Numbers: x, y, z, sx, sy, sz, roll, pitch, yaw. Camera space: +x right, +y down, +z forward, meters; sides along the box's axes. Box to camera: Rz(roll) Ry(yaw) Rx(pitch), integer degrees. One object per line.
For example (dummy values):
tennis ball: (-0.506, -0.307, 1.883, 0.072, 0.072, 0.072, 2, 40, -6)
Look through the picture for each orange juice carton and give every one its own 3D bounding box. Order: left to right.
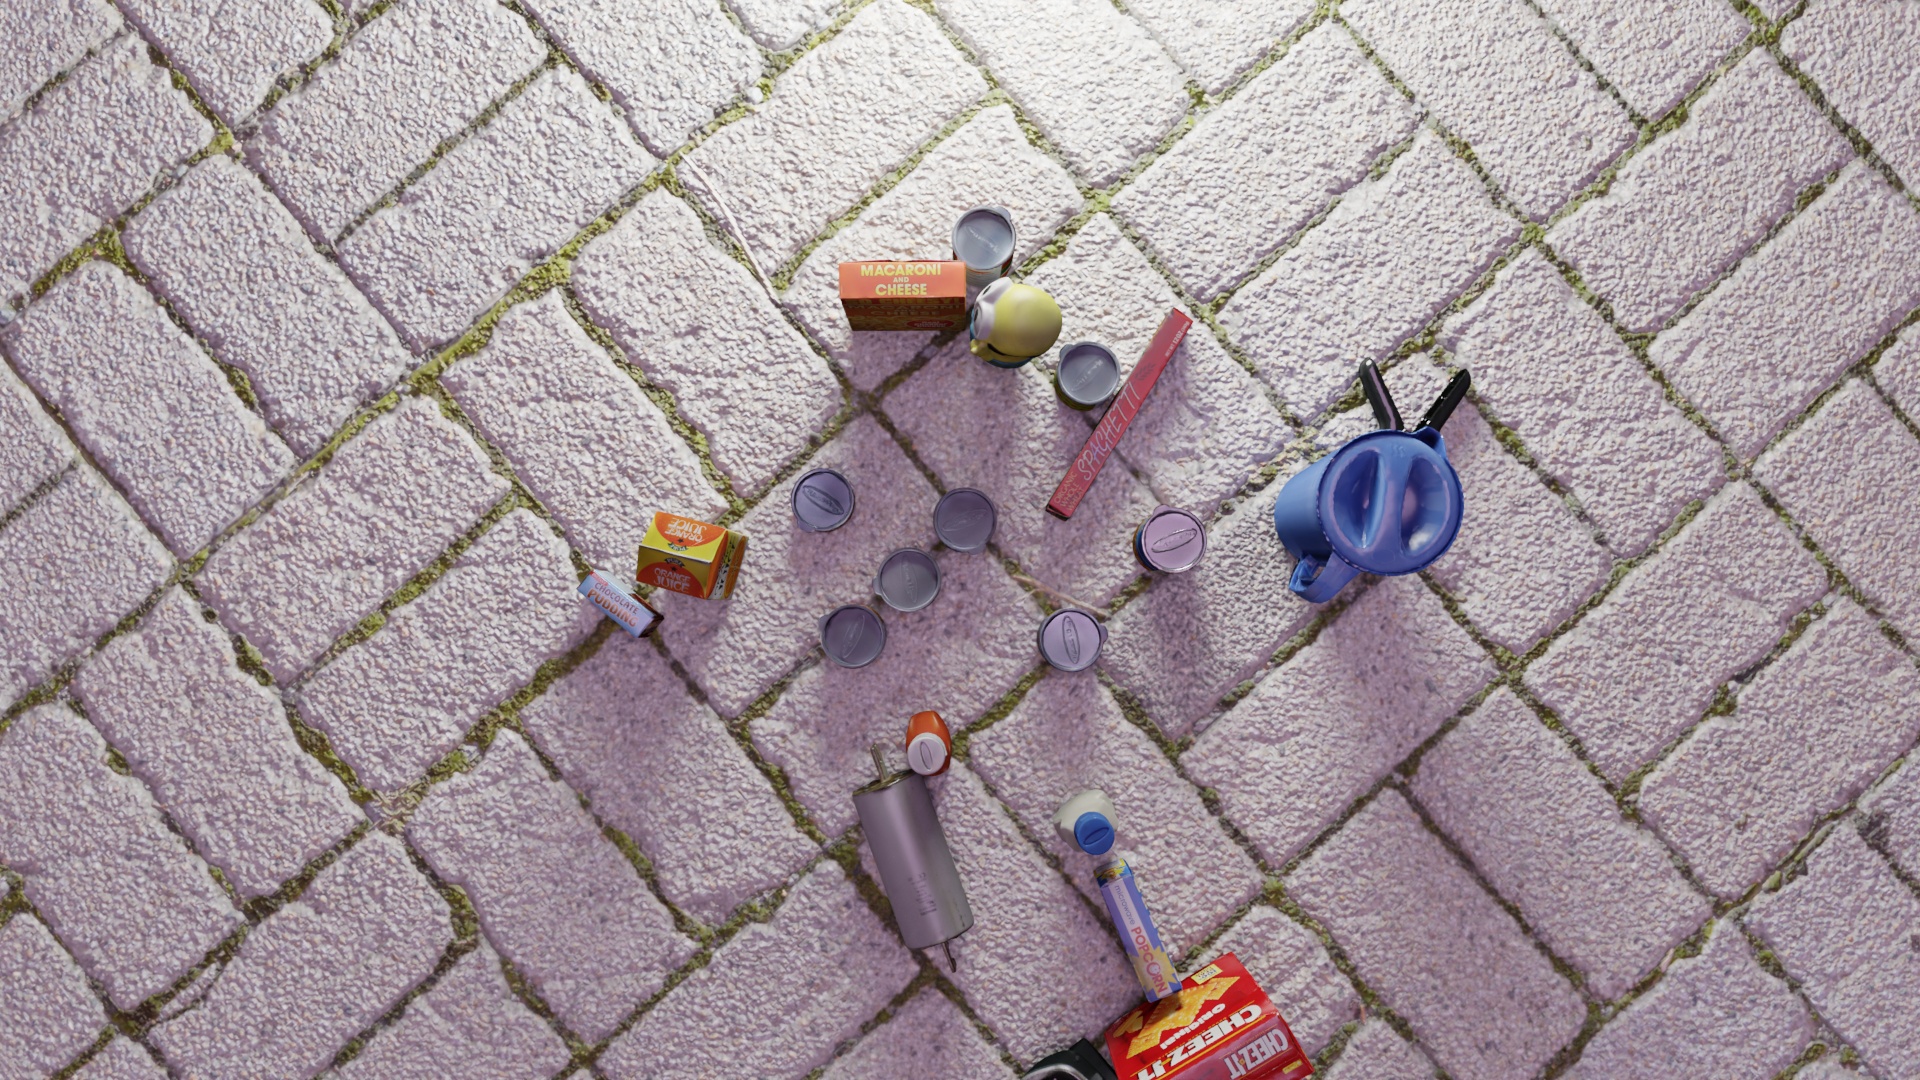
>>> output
orange juice carton: (-0.267, 0.016, 1.378, 0.072, 0.192, 0.073, 16, 87, 1)

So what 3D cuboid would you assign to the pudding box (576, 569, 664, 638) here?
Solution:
pudding box: (-0.353, 0.065, 1.446, 0.084, 0.049, 0.030, 38, 88, 2)

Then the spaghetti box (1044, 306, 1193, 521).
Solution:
spaghetti box: (0.165, -0.130, 1.459, 0.029, 0.050, 0.250, 32, 87, 1)

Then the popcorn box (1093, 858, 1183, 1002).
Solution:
popcorn box: (0.179, 0.394, 1.412, 0.038, 0.085, 0.126, -24, 87, -1)

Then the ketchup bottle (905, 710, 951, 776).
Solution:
ketchup bottle: (-0.032, 0.207, 1.390, 0.043, 0.149, 0.064, -15, 87, -1)

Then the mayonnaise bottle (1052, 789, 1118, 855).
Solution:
mayonnaise bottle: (0.128, 0.284, 1.386, 0.065, 0.148, 0.041, -32, 88, -1)

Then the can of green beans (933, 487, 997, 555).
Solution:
can of green beans: (0.005, -0.020, 1.448, 0.071, 0.058, 0.071, 0, 87, 0)

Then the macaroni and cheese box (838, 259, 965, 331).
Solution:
macaroni and cheese box: (-0.056, -0.247, 1.407, 0.124, 0.166, 0.040, -1, 87, 0)

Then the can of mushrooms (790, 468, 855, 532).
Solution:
can of mushrooms: (-0.145, -0.040, 1.461, 0.071, 0.033, 0.071, 0, 87, 0)

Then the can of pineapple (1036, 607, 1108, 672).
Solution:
can of pineapple: (0.115, 0.103, 1.442, 0.071, 0.058, 0.071, 0, 87, 0)

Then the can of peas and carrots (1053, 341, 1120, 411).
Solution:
can of peas and carrots: (0.130, -0.173, 1.457, 0.071, 0.058, 0.071, 0, 87, 0)

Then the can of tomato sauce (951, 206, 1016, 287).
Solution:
can of tomato sauce: (0.024, -0.307, 1.452, 0.071, 0.083, 0.071, 0, 87, 0)

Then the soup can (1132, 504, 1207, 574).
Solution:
soup can: (0.214, -0.001, 1.435, 0.071, 0.083, 0.071, 0, 87, 0)

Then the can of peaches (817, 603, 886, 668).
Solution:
can of peaches: (-0.112, 0.097, 1.441, 0.071, 0.058, 0.071, 0, 87, 0)

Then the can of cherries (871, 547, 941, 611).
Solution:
can of cherries: (-0.055, 0.041, 1.444, 0.071, 0.058, 0.071, 0, 87, 0)
